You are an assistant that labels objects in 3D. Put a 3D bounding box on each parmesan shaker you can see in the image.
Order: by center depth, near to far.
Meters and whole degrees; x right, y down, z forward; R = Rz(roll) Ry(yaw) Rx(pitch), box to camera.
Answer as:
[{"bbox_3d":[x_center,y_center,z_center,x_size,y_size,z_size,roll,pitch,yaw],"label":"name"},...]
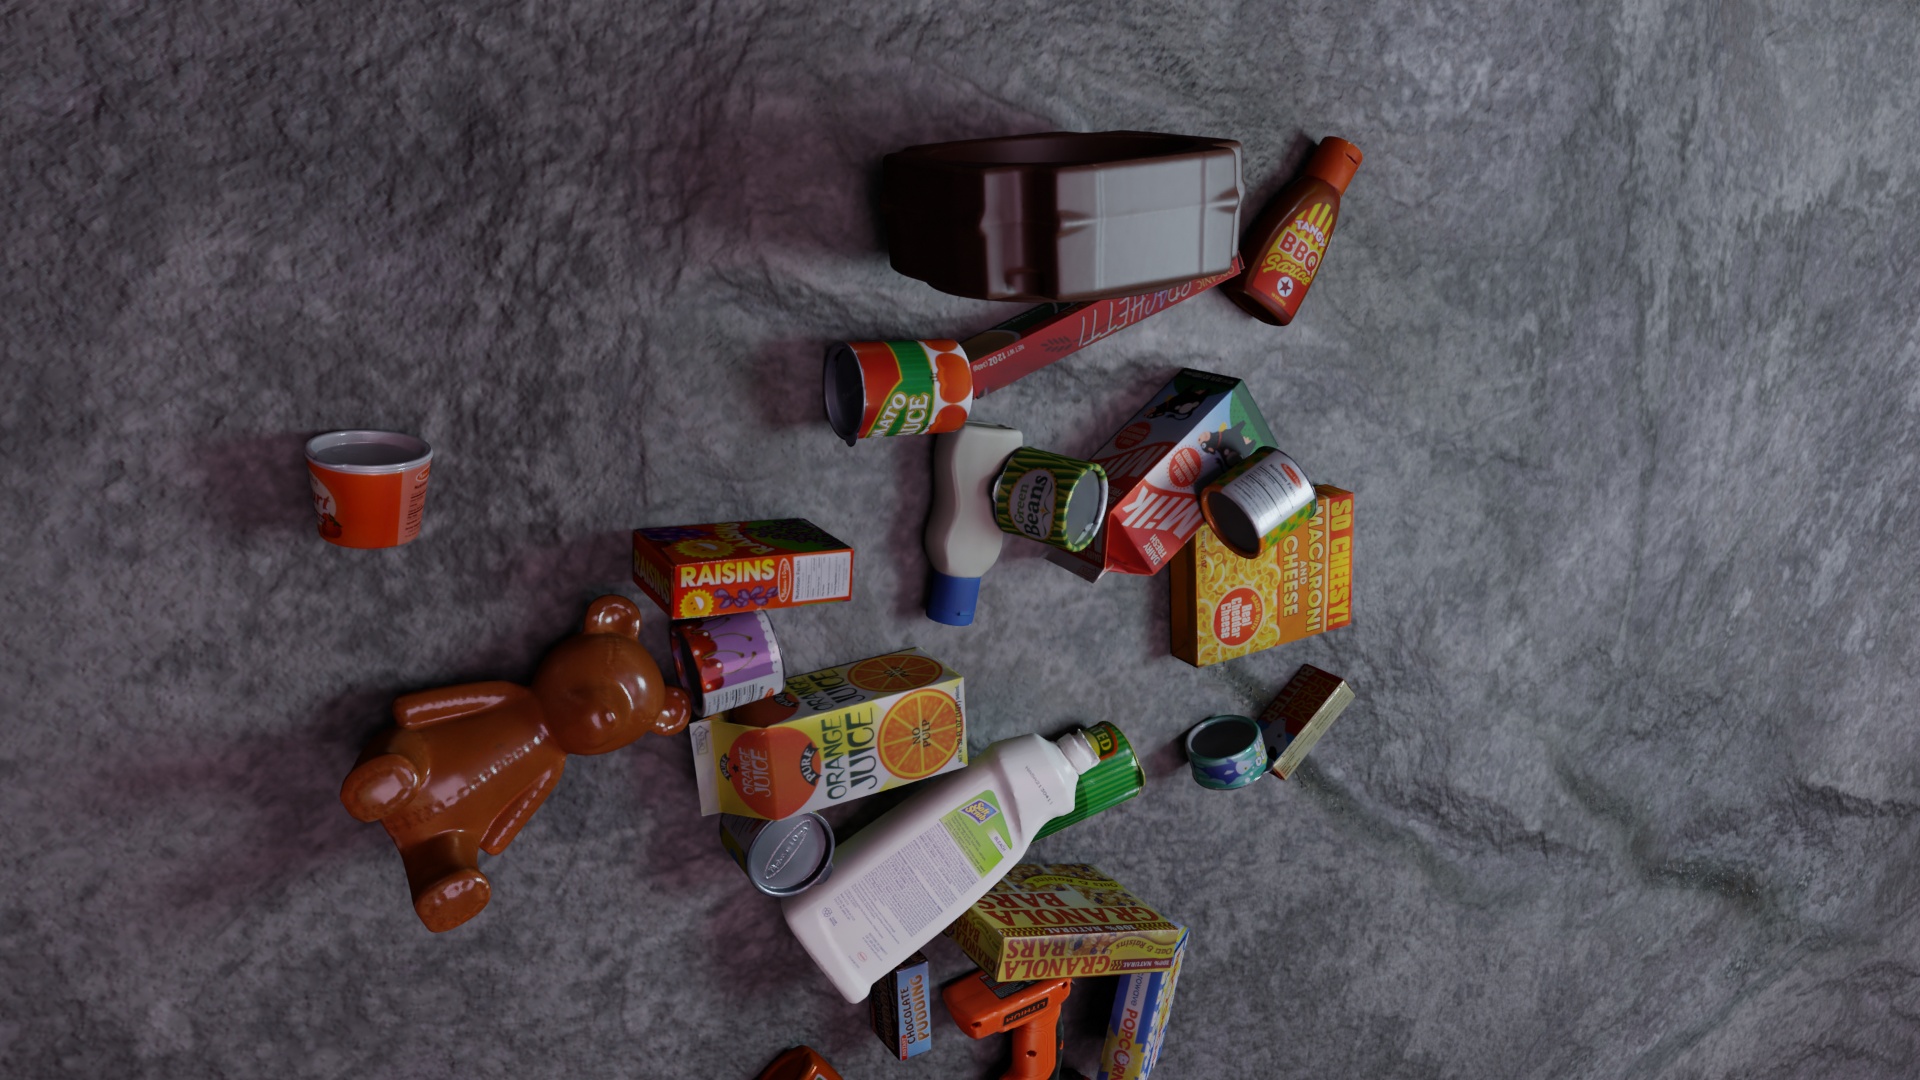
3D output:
[{"bbox_3d":[0.084,0.193,1.101,0.103,0.071,0.071,-19,112,-24],"label":"parmesan shaker"}]

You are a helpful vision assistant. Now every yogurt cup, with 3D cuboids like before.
[{"bbox_3d":[-0.341,-0.029,0.802,0.072,0.072,0.053,-3,113,-29],"label":"yogurt cup"}]

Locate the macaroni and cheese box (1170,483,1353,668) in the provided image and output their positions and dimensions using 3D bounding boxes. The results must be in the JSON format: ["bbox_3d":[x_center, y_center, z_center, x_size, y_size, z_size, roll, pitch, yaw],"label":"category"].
[{"bbox_3d":[0.255,0.027,1.172,0.167,0.040,0.123,-12,109,-26],"label":"macaroni and cheese box"}]

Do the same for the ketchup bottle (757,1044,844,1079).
[{"bbox_3d":[-0.100,0.460,1.086,0.065,0.043,0.148,-42,120,-14],"label":"ketchup bottle"}]

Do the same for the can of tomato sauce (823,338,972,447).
[{"bbox_3d":[-0.042,-0.102,0.949,0.083,0.071,0.071,-7,107,-29],"label":"can of tomato sauce"}]

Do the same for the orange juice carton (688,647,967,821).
[{"bbox_3d":[-0.095,0.139,0.982,0.193,0.073,0.071,-12,109,-26],"label":"orange juice carton"}]

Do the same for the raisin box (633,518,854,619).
[{"bbox_3d":[-0.144,0.016,0.913,0.124,0.086,0.040,-5,108,-29],"label":"raisin box"}]

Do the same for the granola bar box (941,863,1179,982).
[{"bbox_3d":[0.068,0.297,1.089,0.166,0.124,0.039,7,99,-31],"label":"granola bar box"}]

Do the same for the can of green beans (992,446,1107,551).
[{"bbox_3d":[0.066,-0.030,1.003,0.071,0.058,0.071,-33,131,-48],"label":"can of green beans"}]

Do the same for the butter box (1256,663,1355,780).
[{"bbox_3d":[0.295,0.159,1.224,0.104,0.053,0.024,-47,118,-11],"label":"butter box"}]

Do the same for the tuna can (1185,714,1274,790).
[{"bbox_3d":[0.228,0.180,1.180,0.071,0.071,0.032,-28,116,-20],"label":"tuna can"}]

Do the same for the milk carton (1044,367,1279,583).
[{"bbox_3d":[0.148,-0.042,1.072,0.191,0.072,0.073,-44,121,-12],"label":"milk carton"}]

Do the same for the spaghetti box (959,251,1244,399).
[{"bbox_3d":[0.098,-0.168,1.022,0.251,0.050,0.028,-28,117,-21],"label":"spaghetti box"}]

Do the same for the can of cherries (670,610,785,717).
[{"bbox_3d":[-0.158,0.077,0.936,0.058,0.071,0.071,-16,111,-24],"label":"can of cherries"}]

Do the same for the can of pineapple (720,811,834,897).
[{"bbox_3d":[-0.131,0.213,0.991,0.071,0.058,0.070,-9,108,-27],"label":"can of pineapple"}]

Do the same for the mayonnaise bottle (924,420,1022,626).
[{"bbox_3d":[0.004,-0.013,1.017,0.065,0.041,0.147,3,103,-36],"label":"mayonnaise bottle"}]

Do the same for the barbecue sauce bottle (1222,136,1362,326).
[{"bbox_3d":[0.268,-0.248,1.101,0.065,0.044,0.148,31,87,-31],"label":"barbecue sauce bottle"}]

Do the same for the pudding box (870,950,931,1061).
[{"bbox_3d":[-0.048,0.354,1.083,0.030,0.050,0.083,-10,109,-29],"label":"pudding box"}]

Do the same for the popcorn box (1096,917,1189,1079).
[{"bbox_3d":[0.158,0.398,1.195,0.085,0.038,0.126,-13,115,-68],"label":"popcorn box"}]

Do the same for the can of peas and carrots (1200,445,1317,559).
[{"bbox_3d":[0.221,-0.027,1.039,0.059,0.071,0.070,-34,118,-18],"label":"can of peas and carrots"}]
